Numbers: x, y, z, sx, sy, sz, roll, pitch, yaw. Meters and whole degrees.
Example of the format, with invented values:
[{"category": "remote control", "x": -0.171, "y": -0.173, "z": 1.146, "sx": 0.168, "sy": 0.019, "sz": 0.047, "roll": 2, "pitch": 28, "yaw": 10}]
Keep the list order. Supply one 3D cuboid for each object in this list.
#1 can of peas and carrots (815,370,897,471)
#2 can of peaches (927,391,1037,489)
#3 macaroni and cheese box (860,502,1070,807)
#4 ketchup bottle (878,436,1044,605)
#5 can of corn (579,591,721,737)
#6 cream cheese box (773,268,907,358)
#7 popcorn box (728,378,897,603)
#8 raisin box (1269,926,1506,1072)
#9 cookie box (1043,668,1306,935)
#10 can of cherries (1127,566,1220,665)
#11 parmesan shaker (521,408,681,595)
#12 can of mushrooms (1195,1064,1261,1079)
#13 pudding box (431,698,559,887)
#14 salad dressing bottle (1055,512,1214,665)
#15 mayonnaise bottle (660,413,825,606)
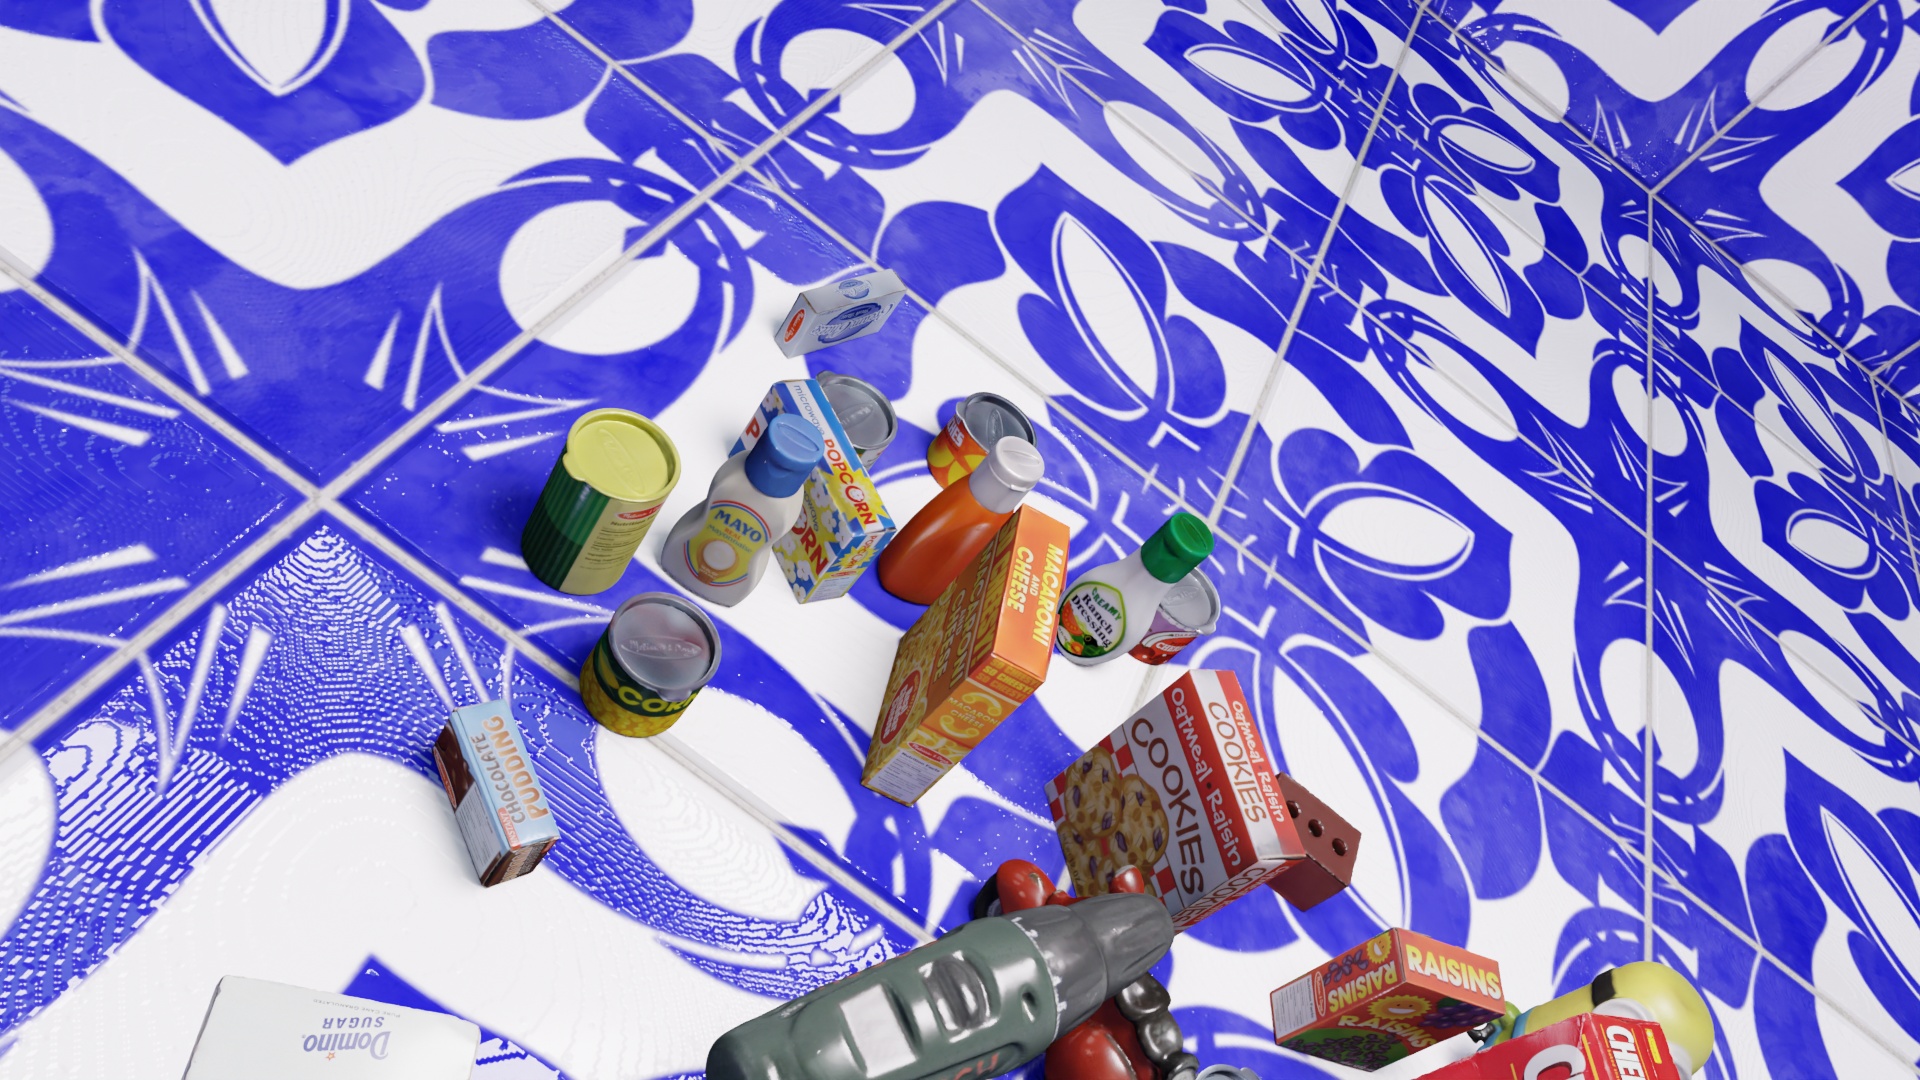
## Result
[{"category": "can of peas and carrots", "x": -0.089, "y": -0.077, "z": 0.990, "sx": 0.071, "sy": 0.058, "sz": 0.071, "roll": 19, "pitch": 47, "yaw": -22}, {"category": "can of peaches", "x": 0.014, "y": -0.071, "z": 1.059, "sx": 0.071, "sy": 0.057, "sz": 0.071, "roll": 19, "pitch": 47, "yaw": -22}, {"category": "macaroni and cheese box", "x": 0.004, "y": 0.072, "z": 0.856, "sx": 0.040, "sy": 0.165, "sz": 0.124, "roll": 28, "pitch": 44, "yaw": -14}, {"category": "ketchup bottle", "x": 0.003, "y": -0.012, "z": 0.937, "sx": 0.065, "sy": 0.148, "sz": 0.044, "roll": 12, "pitch": 50, "yaw": -28}, {"category": "can of corn", "x": -0.180, "y": 0.075, "z": 0.802, "sx": 0.071, "sy": 0.058, "sz": 0.071, "roll": 19, "pitch": 47, "yaw": -22}, {"category": "cream cheese box", "x": -0.092, "y": -0.176, "z": 1.072, "sx": 0.104, "sy": 0.053, "sz": 0.024, "roll": -26, "pitch": 74, "yaw": -45}, {"category": "popcorn box", "x": -0.101, "y": -0.033, "z": 0.926, "sx": 0.038, "sy": 0.084, "sz": 0.127, "roll": -11, "pitch": 63, "yaw": -41}, {"category": "raisin box", "x": 0.274, "y": 0.298, "z": 0.897, "sx": 0.086, "sy": 0.122, "sz": 0.040, "roll": 23, "pitch": 46, "yaw": -19}, {"category": "cookie box", "x": 0.127, "y": 0.172, "z": 0.862, "sx": 0.040, "sy": 0.166, "sz": 0.123, "roll": 5, "pitch": 54, "yaw": -33}, {"category": "can of cherries", "x": 0.155, "y": 0.055, "z": 1.057, "sx": 0.071, "sy": 0.058, "sz": 0.072, "roll": 19, "pitch": 47, "yaw": -22}, {"category": "parmesan shaker", "x": -0.217, "y": -0.021, "z": 0.820, "sx": 0.071, "sy": 0.102, "sz": 0.072, "roll": 19, "pitch": 47, "yaw": -22}, {"category": "can of mushrooms", "x": 0.156, "y": 0.352, "z": 0.835, "sx": 0.071, "sy": 0.033, "sz": 0.071, "roll": 19, "pitch": 47, "yaw": -22}, {"category": "pudding box", "x": -0.242, "y": 0.130, "z": 0.719, "sx": 0.030, "sy": 0.049, "sz": 0.084, "roll": -11, "pitch": 64, "yaw": -41}, {"category": "salad dressing bottle", "x": 0.121, "y": 0.034, "z": 0.985, "sx": 0.044, "sy": 0.147, "sz": 0.064, "roll": -22, "pitch": 71, "yaw": -44}, {"category": "mayonnaise bottle", "x": -0.130, "y": -0.019, "z": 0.848, "sx": 0.065, "sy": 0.147, "sz": 0.041, "roll": 32, "pitch": 43, "yaw": -10}]
